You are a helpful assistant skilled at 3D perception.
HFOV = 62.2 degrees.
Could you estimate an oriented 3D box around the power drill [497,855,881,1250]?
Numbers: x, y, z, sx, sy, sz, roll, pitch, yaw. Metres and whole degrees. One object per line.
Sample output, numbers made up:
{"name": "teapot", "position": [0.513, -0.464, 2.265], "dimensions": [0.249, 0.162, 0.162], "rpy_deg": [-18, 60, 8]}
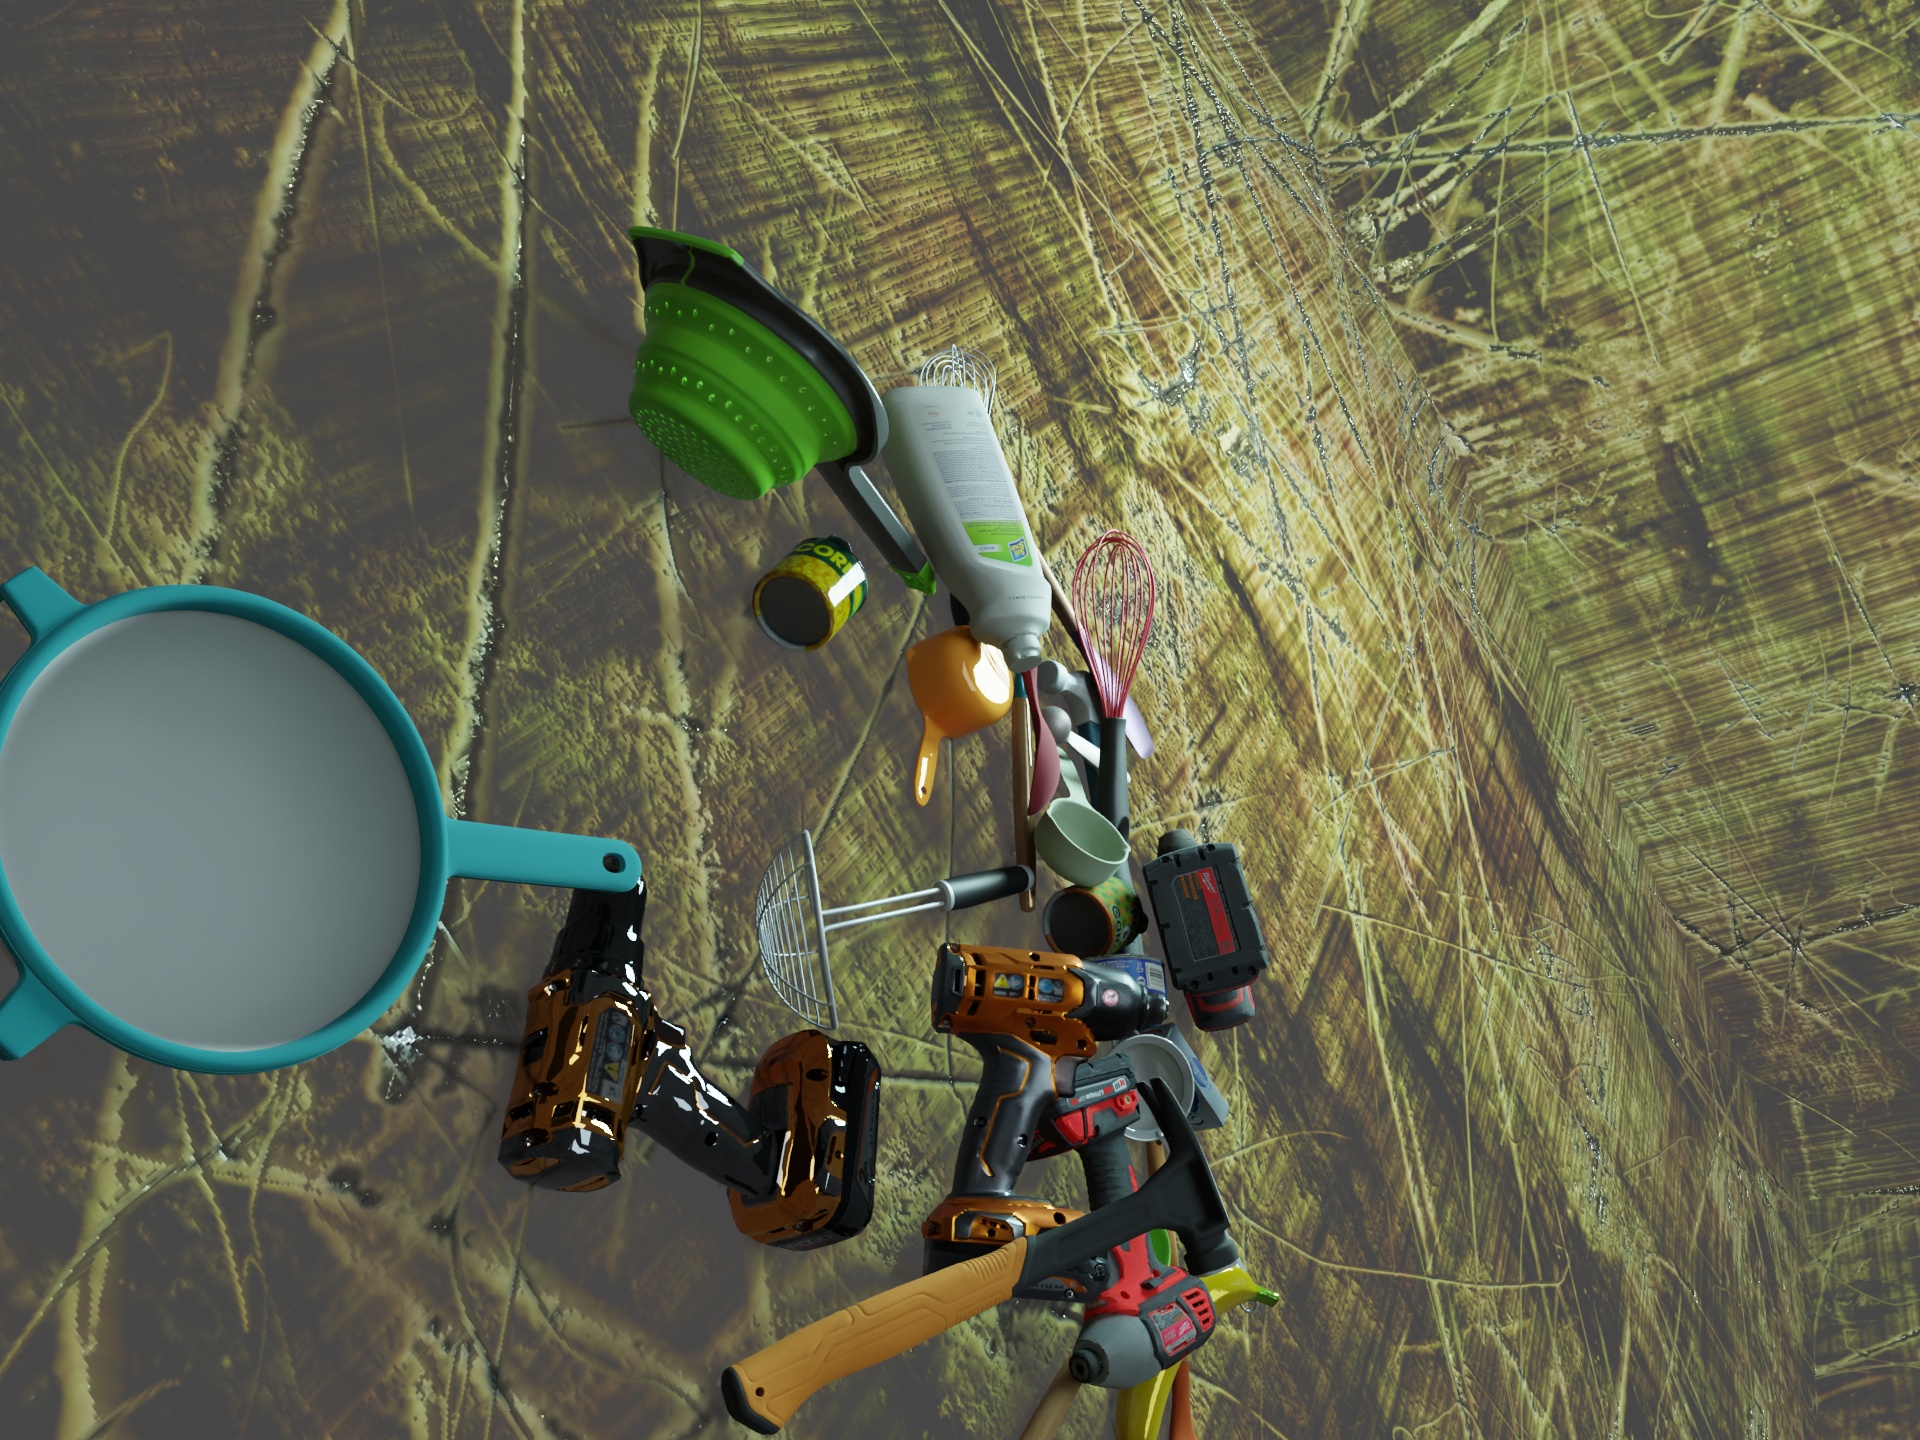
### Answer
{"name": "power drill", "position": [-0.149, 0.194, 0.912], "dimensions": [0.226, 0.084, 0.186], "rpy_deg": [33, 45, -36]}

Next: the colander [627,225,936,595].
{"name": "colander", "position": [-0.125, -0.177, 1.147], "dimensions": [0.094, 0.205, 0.396], "rpy_deg": [-57, 144, -14]}

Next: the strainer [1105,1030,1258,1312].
{"name": "strainer", "position": [0.178, 0.361, 1.296], "dimensions": [0.087, 0.050, 0.258], "rpy_deg": [-23, 81, -18]}

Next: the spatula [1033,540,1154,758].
{"name": "spatula", "position": [0.095, -0.104, 1.465], "dimensions": [0.316, 0.018, 0.060], "rpy_deg": [59, 26, 0]}

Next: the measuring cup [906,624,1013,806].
{"name": "measuring cup", "position": [-0.002, -0.004, 1.264], "dimensions": [0.095, 0.052, 0.174], "rpy_deg": [46, 36, -31]}

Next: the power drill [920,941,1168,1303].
{"name": "power drill", "position": [0.056, 0.268, 1.070], "dimensions": [0.084, 0.164, 0.227], "rpy_deg": [110, -15, -71]}

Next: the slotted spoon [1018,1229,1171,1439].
{"name": "slotted spoon", "position": [0.080, 0.463, 1.136], "dimensions": [0.070, 0.031, 0.314], "rpy_deg": [63, 34, -8]}

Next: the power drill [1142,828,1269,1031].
{"name": "power drill", "position": [0.209, 0.168, 1.394], "dimensions": [0.226, 0.080, 0.188], "rpy_deg": [63, 13, -70]}

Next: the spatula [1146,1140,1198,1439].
{"name": "spatula", "position": [0.175, 0.478, 1.251], "dimensions": [0.081, 0.041, 0.323], "rpy_deg": [11, 57, -25]}

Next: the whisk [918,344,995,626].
{"name": "whisk", "position": [0.003, -0.205, 1.393], "dimensions": [0.070, 0.070, 0.285], "rpy_deg": [22, 59, -49]}

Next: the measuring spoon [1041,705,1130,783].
{"name": "measuring spoon", "position": [0.115, 0.023, 1.394], "dimensions": [0.124, 0.018, 0.034], "rpy_deg": [35, 47, -35]}

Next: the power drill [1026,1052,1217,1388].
{"name": "power drill", "position": [0.099, 0.364, 1.149], "dimensions": [0.143, 0.078, 0.220], "rpy_deg": [-3, 69, -50]}

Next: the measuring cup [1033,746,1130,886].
{"name": "measuring cup", "position": [0.089, 0.079, 1.335], "dimensions": [0.083, 0.038, 0.168], "rpy_deg": [24, 25, -22]}

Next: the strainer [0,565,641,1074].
{"name": "strainer", "position": [-0.303, 0.063, 0.747], "dimensions": [0.340, 0.095, 0.211], "rpy_deg": [15, 62, -54]}

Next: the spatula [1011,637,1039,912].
{"name": "spatula", "position": [0.044, 0.010, 1.357], "dimensions": [0.082, 0.044, 0.318], "rpy_deg": [25, 57, -48]}

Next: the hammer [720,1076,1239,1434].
{"name": "hammer", "position": [0.013, 0.330, 0.959], "dimensions": [0.337, 0.034, 0.127], "rpy_deg": [-16, 79, -27]}

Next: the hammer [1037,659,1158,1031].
{"name": "hammer", "position": [0.132, 0.112, 1.414], "dimensions": [0.128, 0.033, 0.331], "rpy_deg": [20, 56, -49]}

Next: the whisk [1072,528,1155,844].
{"name": "whisk", "position": [0.132, -0.020, 1.378], "dimensions": [0.073, 0.073, 0.296], "rpy_deg": [9, 79, -54]}

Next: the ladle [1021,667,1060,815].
{"name": "ladle", "position": [0.053, -0.067, 1.336], "dimensions": [0.069, 0.031, 0.316], "rpy_deg": [95, -10, -62]}

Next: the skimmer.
{"name": "skimmer", "position": [-0.022, 0.129, 1.120], "dimensions": [0.363, 0.090, 0.127], "rpy_deg": [-3, 83, -57]}
